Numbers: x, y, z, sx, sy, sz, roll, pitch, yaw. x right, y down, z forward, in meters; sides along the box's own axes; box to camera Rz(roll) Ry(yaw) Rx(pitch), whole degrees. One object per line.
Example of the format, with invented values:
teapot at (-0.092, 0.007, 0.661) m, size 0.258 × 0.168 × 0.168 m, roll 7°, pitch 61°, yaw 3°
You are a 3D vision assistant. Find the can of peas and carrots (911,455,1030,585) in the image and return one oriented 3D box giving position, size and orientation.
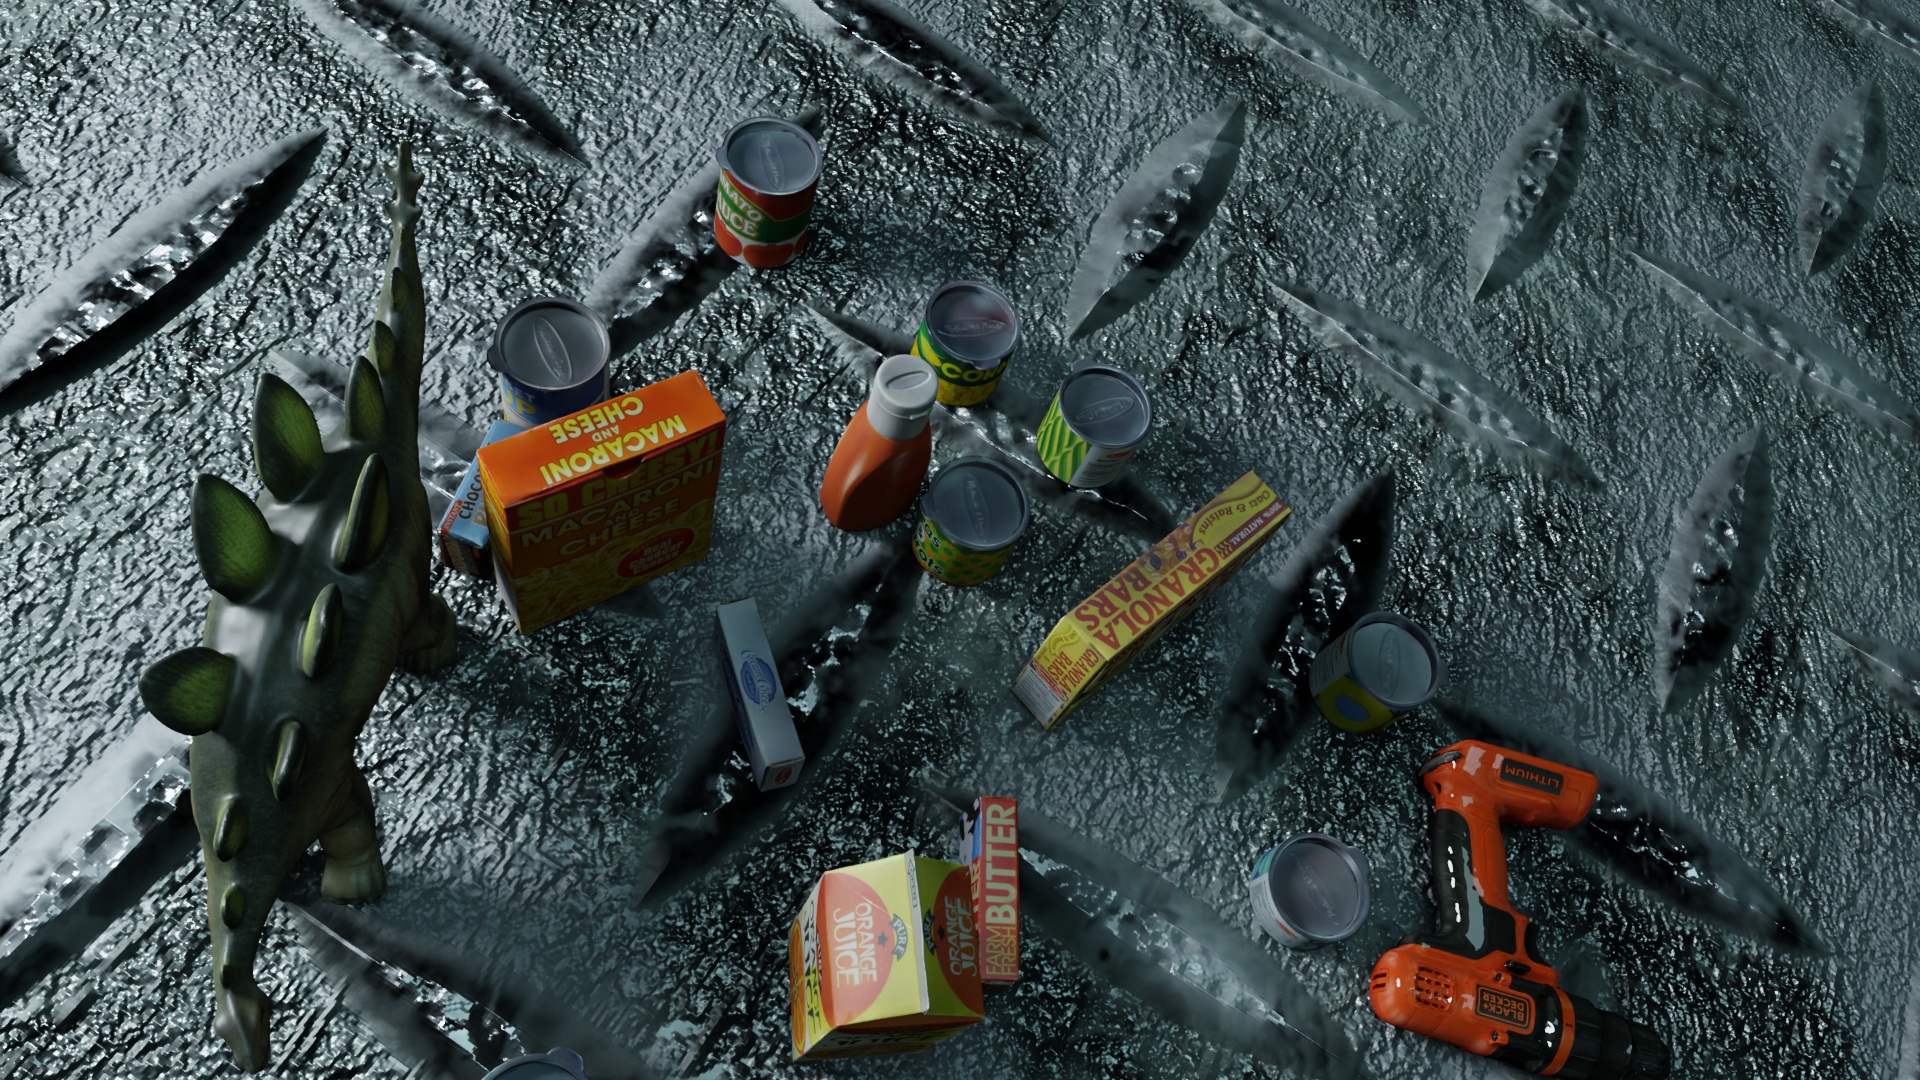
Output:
can of peas and carrots at (0.003, -0.011, 0.887) m, size 0.071 × 0.058 × 0.071 m, roll 6°, pitch 63°, yaw -12°

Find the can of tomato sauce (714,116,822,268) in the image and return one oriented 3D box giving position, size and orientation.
can of tomato sauce at (-0.135, -0.236, 0.951) m, size 0.071 × 0.082 × 0.071 m, roll 6°, pitch 63°, yaw -12°

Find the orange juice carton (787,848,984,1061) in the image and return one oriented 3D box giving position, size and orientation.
orange juice carton at (-0.038, 0.210, 0.689) m, size 0.073 × 0.191 × 0.072 m, roll 1°, pitch 64°, yaw -14°

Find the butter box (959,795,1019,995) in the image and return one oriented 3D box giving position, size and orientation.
butter box at (0.016, 0.201, 0.786) m, size 0.024 × 0.053 × 0.104 m, roll 6°, pitch 63°, yaw -11°

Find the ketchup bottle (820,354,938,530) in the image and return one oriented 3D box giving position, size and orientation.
ketchup bottle at (-0.045, -0.058, 0.847) m, size 0.065 × 0.148 × 0.043 m, roll -20°, pitch 71°, yaw -22°

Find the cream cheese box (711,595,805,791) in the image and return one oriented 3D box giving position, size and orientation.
cream cheese box at (-0.119, 0.090, 0.808) m, size 0.024 × 0.053 × 0.104 m, roll -13°, pitch 68°, yaw -20°

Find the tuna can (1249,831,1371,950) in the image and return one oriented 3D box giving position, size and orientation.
tuna can at (0.213, 0.212, 0.843) m, size 0.071 × 0.032 × 0.071 m, roll 6°, pitch 63°, yaw -12°

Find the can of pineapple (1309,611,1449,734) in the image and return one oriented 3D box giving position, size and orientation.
can of pineapple at (0.271, 0.088, 0.906) m, size 0.071 × 0.057 × 0.071 m, roll 6°, pitch 63°, yaw -12°

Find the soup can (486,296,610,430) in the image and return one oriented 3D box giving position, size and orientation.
soup can at (-0.251, -0.098, 0.851) m, size 0.071 × 0.083 × 0.071 m, roll 6°, pitch 63°, yaw -12°

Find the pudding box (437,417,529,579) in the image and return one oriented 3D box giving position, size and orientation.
pudding box at (-0.279, -0.025, 0.827) m, size 0.030 × 0.049 × 0.084 m, roll 20°, pitch 61°, yaw -4°

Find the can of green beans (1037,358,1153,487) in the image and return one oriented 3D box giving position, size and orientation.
can of green beans at (0.090, -0.077, 0.943) m, size 0.071 × 0.057 × 0.071 m, roll 6°, pitch 63°, yaw -12°

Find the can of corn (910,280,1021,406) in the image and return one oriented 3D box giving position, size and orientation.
can of corn at (0.003, -0.131, 0.948) m, size 0.071 × 0.058 × 0.071 m, roll 6°, pitch 63°, yaw -12°

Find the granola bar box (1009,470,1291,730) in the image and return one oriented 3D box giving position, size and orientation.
granola bar box at (0.116, 0.039, 0.854) m, size 0.166 × 0.123 × 0.039 m, roll -36°, pitch 77°, yaw -27°

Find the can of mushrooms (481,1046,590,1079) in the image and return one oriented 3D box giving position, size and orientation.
can of mushrooms at (-0.212, 0.291, 0.694) m, size 0.071 × 0.033 × 0.071 m, roll 6°, pitch 63°, yaw -12°

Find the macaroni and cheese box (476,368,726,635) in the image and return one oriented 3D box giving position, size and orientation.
macaroni and cheese box at (-0.198, -0.017, 0.777) m, size 0.124 × 0.165 × 0.040 m, roll -25°, pitch 73°, yaw -24°
